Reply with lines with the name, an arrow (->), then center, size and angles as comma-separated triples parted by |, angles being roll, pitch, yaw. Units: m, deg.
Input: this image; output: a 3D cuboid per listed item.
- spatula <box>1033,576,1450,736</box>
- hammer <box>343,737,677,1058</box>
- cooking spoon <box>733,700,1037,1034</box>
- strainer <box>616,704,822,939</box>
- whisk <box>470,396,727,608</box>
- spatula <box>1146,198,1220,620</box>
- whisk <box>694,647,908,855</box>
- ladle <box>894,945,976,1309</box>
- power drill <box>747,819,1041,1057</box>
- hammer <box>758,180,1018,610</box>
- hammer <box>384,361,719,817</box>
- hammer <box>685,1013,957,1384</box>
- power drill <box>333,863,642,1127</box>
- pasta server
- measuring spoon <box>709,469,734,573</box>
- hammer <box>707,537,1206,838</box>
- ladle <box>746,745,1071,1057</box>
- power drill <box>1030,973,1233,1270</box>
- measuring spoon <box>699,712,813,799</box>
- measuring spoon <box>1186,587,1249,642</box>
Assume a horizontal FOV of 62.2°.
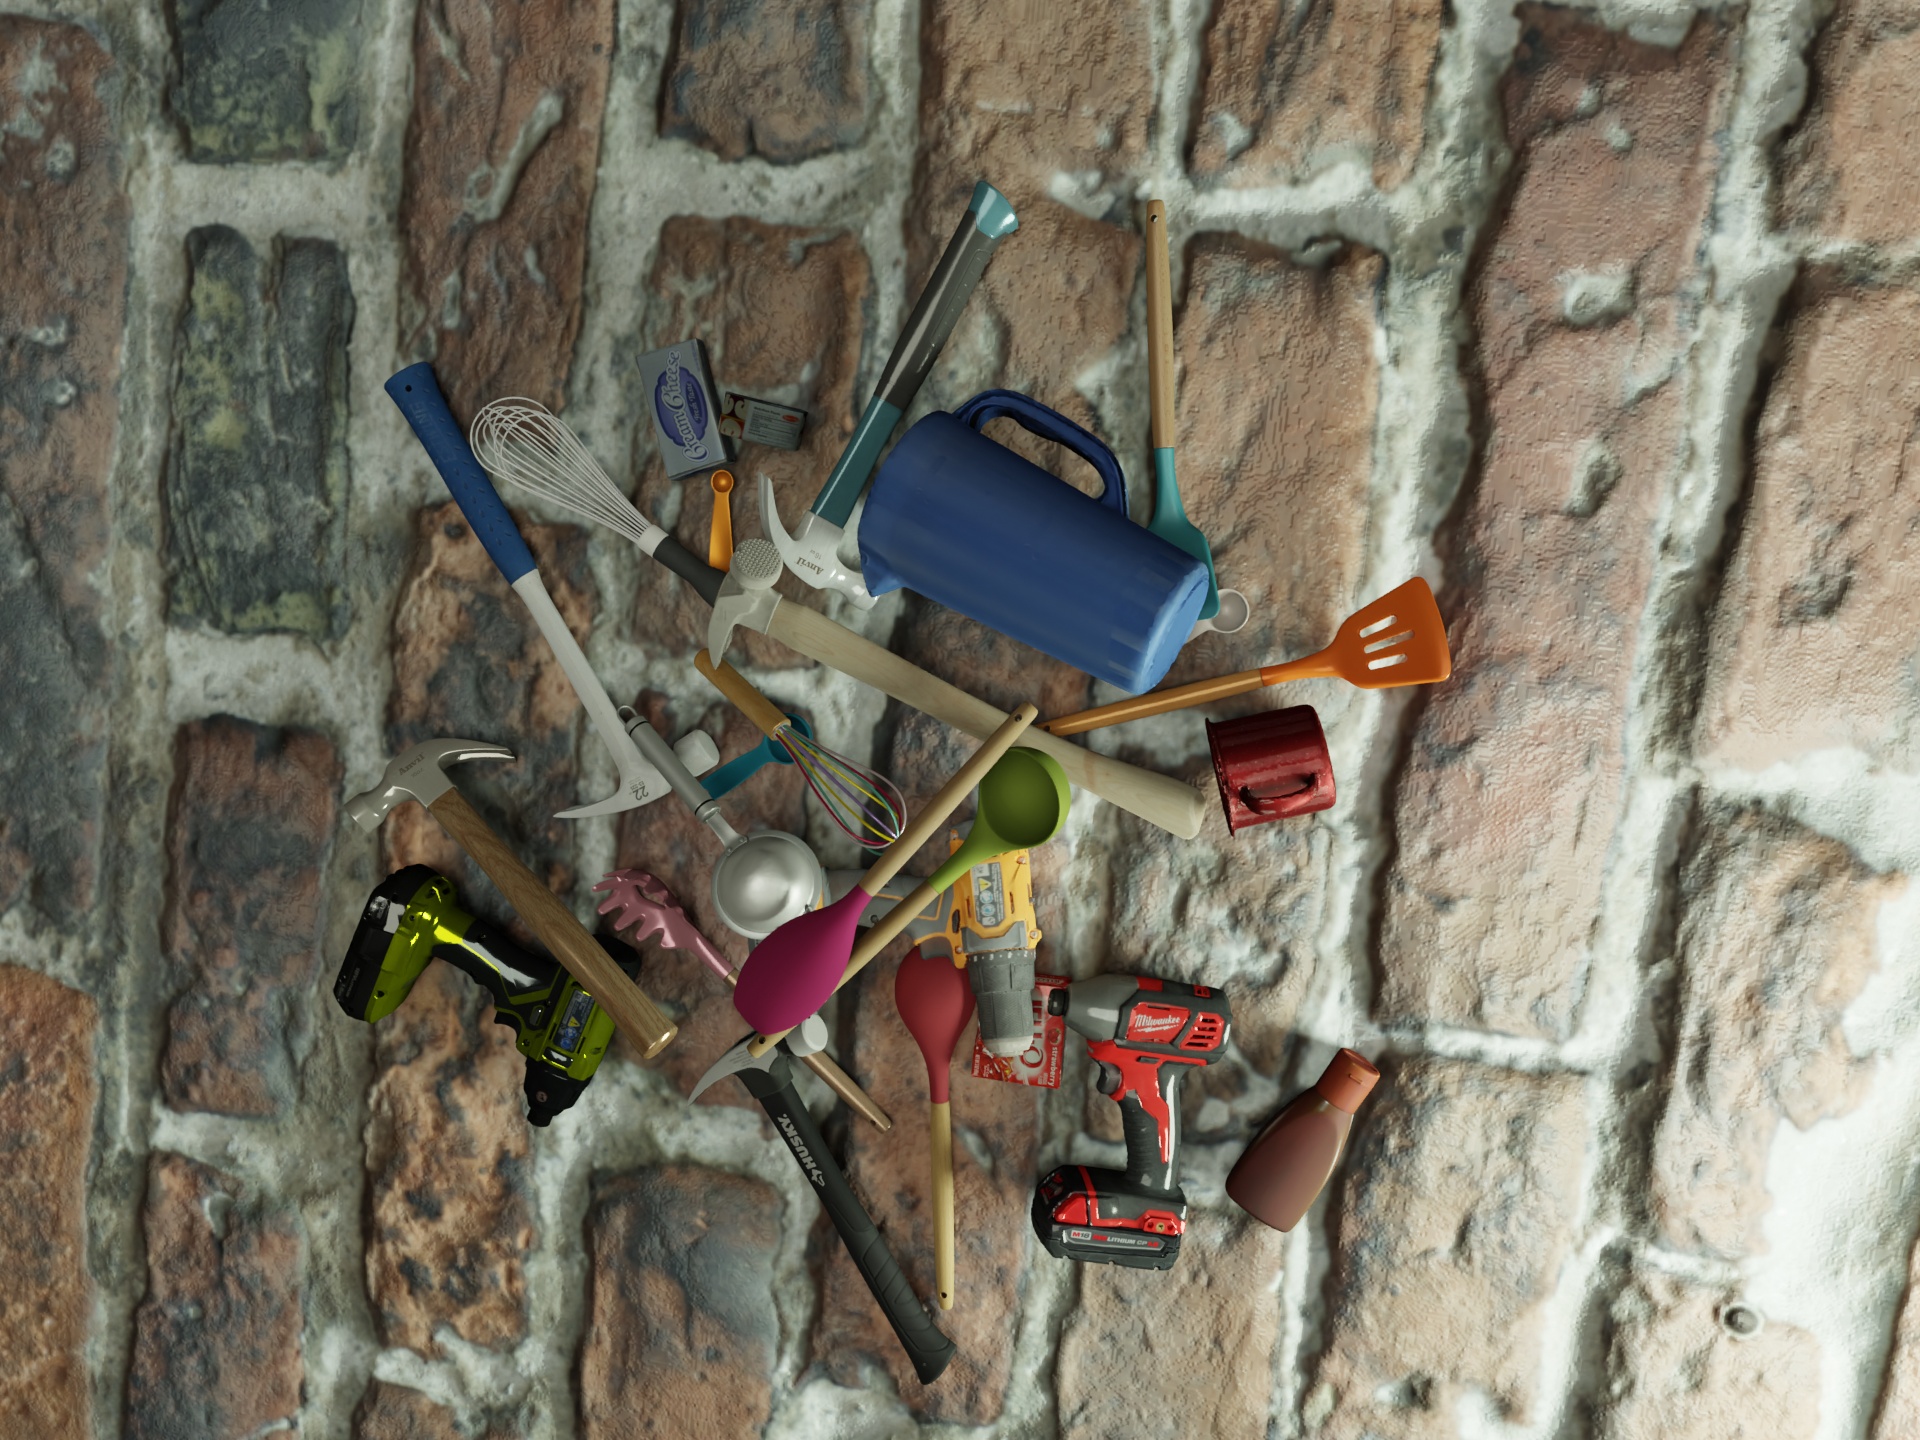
spatula -> 0.206, -0.029, 1.220 | 0.322, 0.041, 0.081 | -14, 78, 13
hammer -> -0.349, 0.142, 1.296 | 0.130, 0.031, 0.331 | -42, 77, -16
cooking spoon -> -0.054, 0.107, 1.182 | 0.069, 0.017, 0.319 | 43, 92, 18
strainer -> -0.194, 0.077, 1.240 | 0.087, 0.050, 0.259 | -40, 69, -9
whisk -> -0.273, -0.163, 1.277 | 0.284, 0.070, 0.070 | 37, 102, 1
spatula -> 0.152, -0.233, 1.203 | 0.082, 0.044, 0.317 | -1, 96, 21
whisk -> -0.126, 0.022, 1.259 | 0.245, 0.047, 0.051 | 41, 138, 22
ladle -> -0.018, 0.338, 1.314 | 0.069, 0.031, 0.315 | 0, 99, 13
power drill -> -0.049, 0.179, 1.256 | 0.226, 0.084, 0.185 | -7, 80, 8
hammer -> -0.048, -0.255, 1.224 | 0.128, 0.033, 0.331 | 26, 96, -27
hammer -> -0.359, -0.106, 1.312 | 0.144, 0.035, 0.405 | -30, 91, 12
hammer -> -0.101, 0.407, 1.322 | 0.146, 0.035, 0.334 | -26, 97, 28
power drill -> -0.401, 0.231, 1.342 | 0.223, 0.080, 0.171 | 25, 100, 3
pasta server -> -0.177, 0.234, 1.322 | 0.316, 0.040, 0.060 | 44, 127, 1
measuring spoon -> -0.193, -0.145, 1.293 | 0.021, 0.011, 0.117 | 5, 101, 15
hammer -> -0.002, -0.004, 1.235 | 0.410, 0.146, 0.038 | 26, 57, -4
ladle -> -0.044, 0.141, 1.196 | 0.320, 0.062, 0.078 | -42, 69, 0
power drill -> 0.124, 0.307, 1.249 | 0.143, 0.078, 0.219 | 9, 96, -7
measuring spoon -> -0.171, 0.036, 1.310 | 0.128, 0.021, 0.042 | -32, 79, 21
measuring spoon -> 0.167, -0.066, 1.238 | 0.124, 0.018, 0.034 | -27, 92, 19
